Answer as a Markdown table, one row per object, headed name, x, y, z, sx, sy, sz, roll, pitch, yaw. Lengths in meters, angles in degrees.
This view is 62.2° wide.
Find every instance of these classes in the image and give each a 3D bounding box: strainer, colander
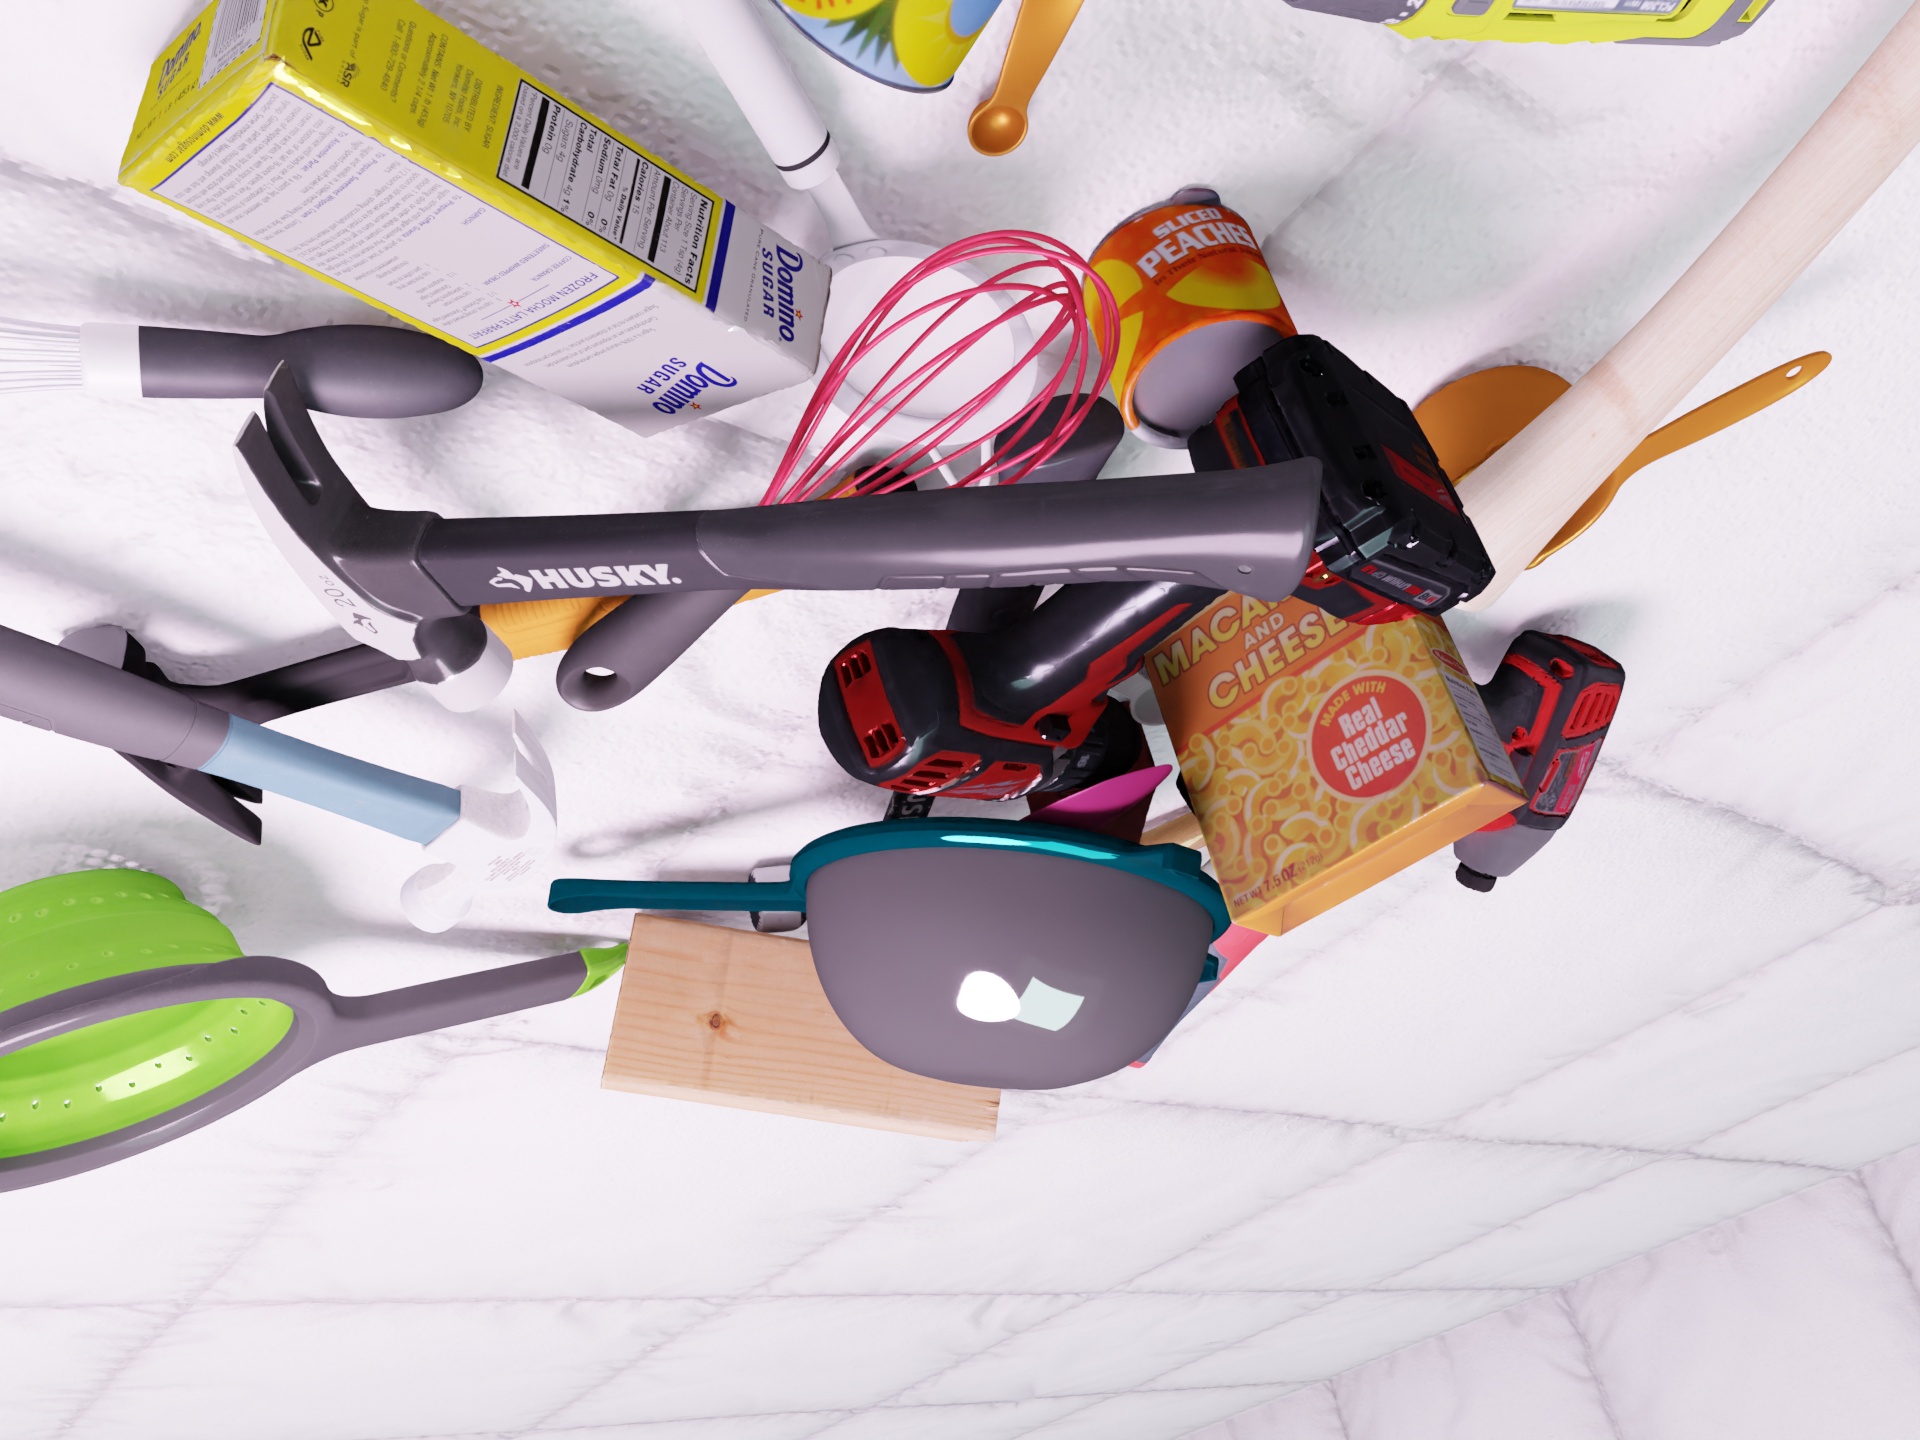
| name | x | y | z | sx | sy | sz | roll | pitch | yaw |
| --- | --- | --- | --- | --- | --- | --- | --- | --- | --- |
| strainer | -0.043 | 0.122 | 0.756 | 0.340 | 0.095 | 0.210 | 0 | 157 | 12 |
| strainer | -0.041 | -0.168 | 0.487 | 0.087 | 0.050 | 0.258 | -4 | 147 | 26 |
| colander | -0.348 | 0.126 | 0.790 | 0.397 | 0.095 | 0.204 | -7 | 151 | -45 |

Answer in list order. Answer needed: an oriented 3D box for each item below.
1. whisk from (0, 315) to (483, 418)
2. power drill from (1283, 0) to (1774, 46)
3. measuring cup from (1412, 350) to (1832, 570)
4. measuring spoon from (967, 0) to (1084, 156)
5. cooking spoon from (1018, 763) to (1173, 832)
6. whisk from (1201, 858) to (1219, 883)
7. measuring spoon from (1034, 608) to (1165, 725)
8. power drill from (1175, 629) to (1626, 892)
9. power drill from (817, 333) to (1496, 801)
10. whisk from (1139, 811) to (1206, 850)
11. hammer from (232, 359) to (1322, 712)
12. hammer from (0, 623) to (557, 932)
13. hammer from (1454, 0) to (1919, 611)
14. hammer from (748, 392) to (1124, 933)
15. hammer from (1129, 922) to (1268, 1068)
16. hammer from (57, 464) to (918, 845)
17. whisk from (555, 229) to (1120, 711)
| name | x | y | z | sx | sy | sz | roll | pitch | yaw |
| --- | --- | --- | --- | --- | --- | --- | --- | --- | --- |
| whisk | -0.289 | -0.110 | 0.474 | 0.284 | 0.070 | 0.070 | -4 | 146 | -25 |
| power drill | 0.157 | -0.268 | 0.378 | 0.190 | 0.080 | 0.228 | -4 | 149 | -15 |
| measuring cup | 0.261 | -0.124 | 0.657 | 0.173 | 0.052 | 0.095 | -26 | 145 | 14 |
| measuring spoon | 0.028 | -0.219 | 0.467 | 0.021 | 0.011 | 0.116 | 3 | 140 | -25 |
| cooking spoon | 0.018 | 0.079 | 0.797 | 0.068 | 0.017 | 0.319 | -14 | 165 | -26 |
| whisk | 0.127 | 0.125 | 0.959 | 0.059 | 0.058 | 0.246 | 19 | 146 | -9 |
| measuring spoon | 0.068 | -0.031 | 0.764 | 0.124 | 0.018 | 0.034 | 27 | 126 | -37 |
| power drill | 0.227 | 0.020 | 0.799 | 0.219 | 0.079 | 0.143 | 5 | 113 | -29 |
| power drill | 0.079 | -0.034 | 0.605 | 0.226 | 0.080 | 0.187 | -31 | 158 | 27 |
| whisk | 0.076 | 0.095 | 0.927 | 0.245 | 0.047 | 0.051 | -26 | 163 | 11 |
| hammer | -0.060 | -0.055 | 0.478 | 0.335 | 0.035 | 0.146 | 0 | 147 | 21 |
| hammer | -0.295 | 0.004 | 0.597 | 0.128 | 0.033 | 0.330 | -34 | 141 | 27 |
| hammer | 0.305 | -0.191 | 0.532 | 0.146 | 0.038 | 0.410 | 9 | 132 | -33 |
| hammer | -0.001 | -0.002 | 0.731 | 0.149 | 0.036 | 0.408 | -4 | 150 | -18 |
| hammer | 0.193 | 0.132 | 1.021 | 0.143 | 0.038 | 0.386 | -13 | 153 | -27 |
| hammer | -0.175 | -0.034 | 0.645 | 0.337 | 0.034 | 0.127 | -16 | 146 | 3 |
| whisk | -0.059 | -0.067 | 0.542 | 0.073 | 0.073 | 0.296 | 17 | 146 | -39 |
